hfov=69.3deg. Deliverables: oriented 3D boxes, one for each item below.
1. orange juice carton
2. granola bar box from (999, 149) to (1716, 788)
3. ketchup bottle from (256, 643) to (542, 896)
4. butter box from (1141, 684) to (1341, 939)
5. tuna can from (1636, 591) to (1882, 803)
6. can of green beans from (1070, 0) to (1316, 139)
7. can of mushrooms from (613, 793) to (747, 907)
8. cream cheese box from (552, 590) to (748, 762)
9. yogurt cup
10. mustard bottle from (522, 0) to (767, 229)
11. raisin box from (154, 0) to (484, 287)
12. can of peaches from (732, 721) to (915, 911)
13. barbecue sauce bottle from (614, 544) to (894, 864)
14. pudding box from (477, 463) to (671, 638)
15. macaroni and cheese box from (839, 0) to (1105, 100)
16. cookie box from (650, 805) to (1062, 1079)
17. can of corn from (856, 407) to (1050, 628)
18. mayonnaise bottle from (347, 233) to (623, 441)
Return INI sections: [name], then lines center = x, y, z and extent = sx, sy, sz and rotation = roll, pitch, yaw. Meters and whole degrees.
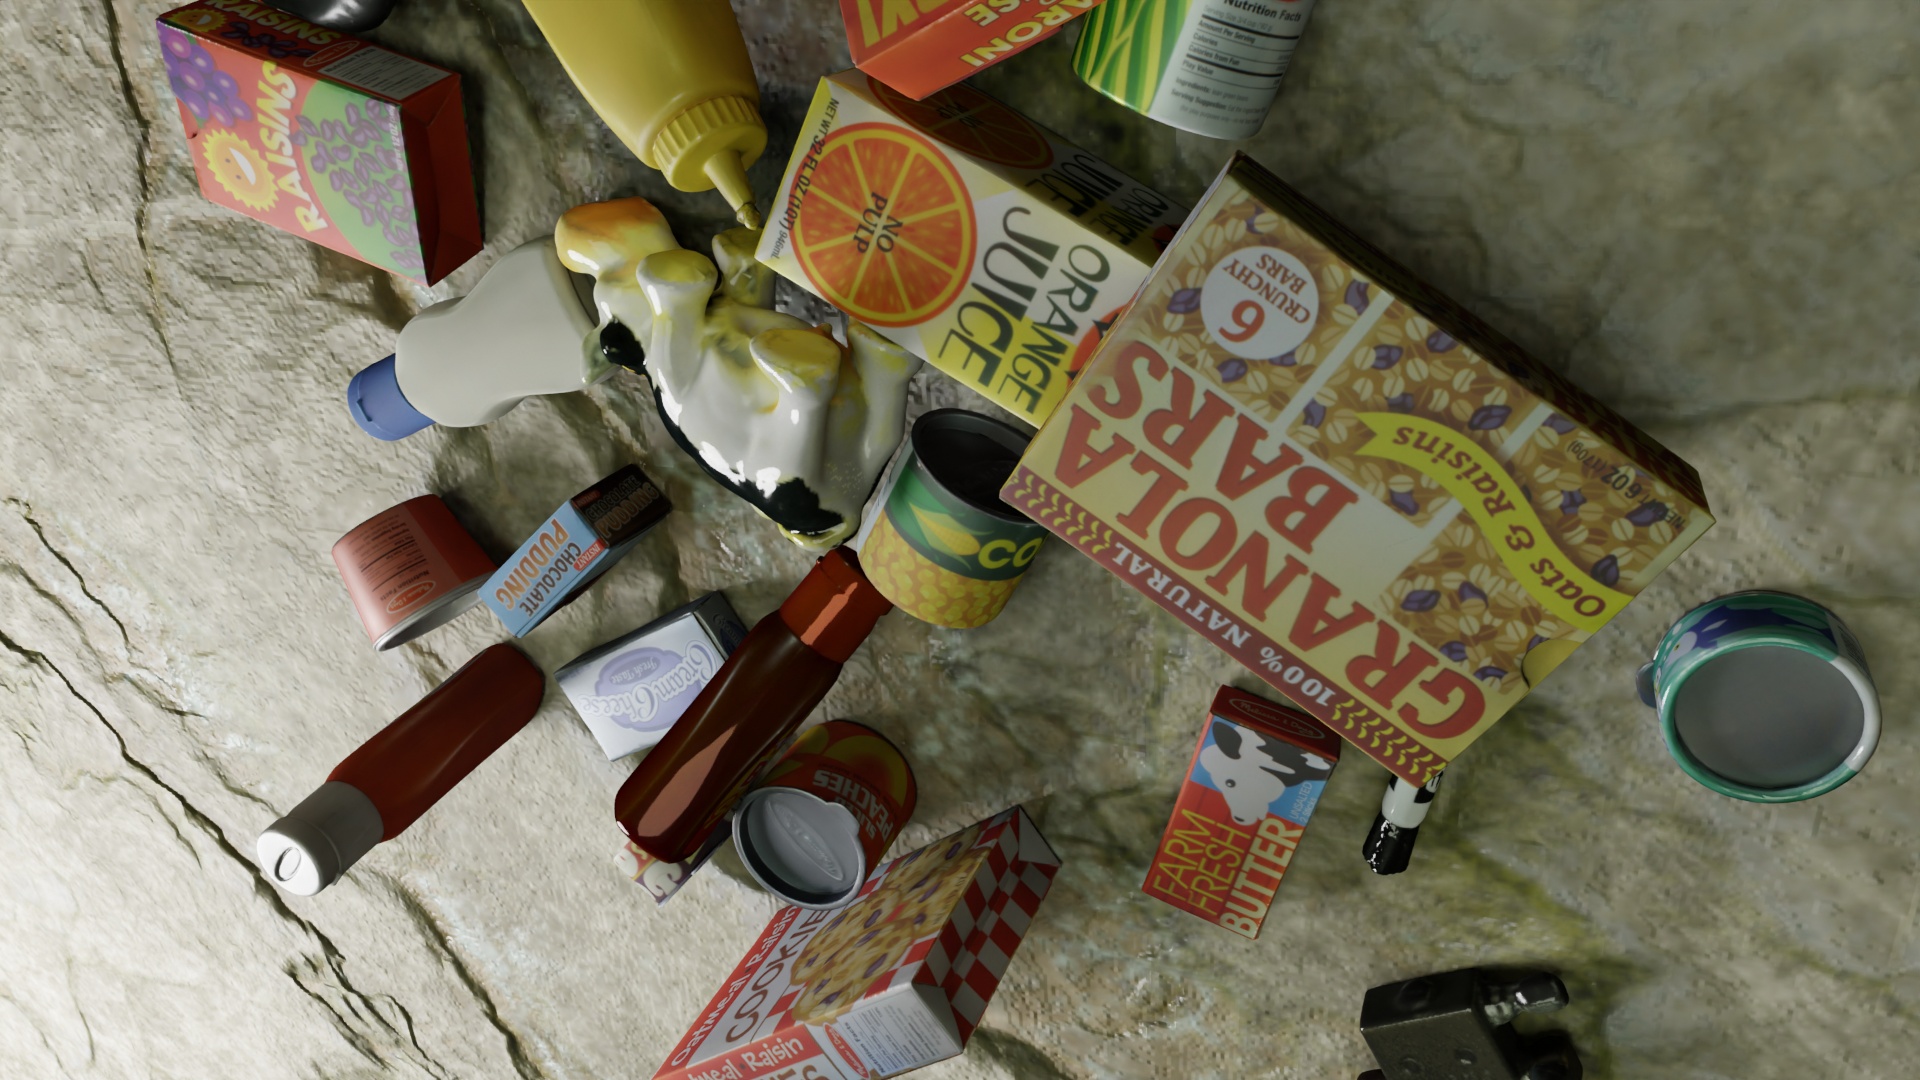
[orange juice carton]
center = 0.035, -0.088, 0.481
extent = 0.193, 0.073, 0.071
rotation = 32, 122, 6
[granola bar box]
center = 0.113, -0.017, 0.419
extent = 0.165, 0.039, 0.123
rotation = 35, 121, 0
[ketchup bottle]
center = -0.263, 0.108, 0.660
extent = 0.043, 0.149, 0.064
rotation = 42, 123, -2
[butter box]
center = 0.115, 0.114, 0.573
extent = 0.053, 0.024, 0.103
rotation = 21, 121, 12
[tuna can]
center = 0.270, 0.054, 0.472
extent = 0.071, 0.033, 0.070
rotation = 9, 117, 19
[can of green beans]
center = 0.074, -0.165, 0.431
extent = 0.071, 0.071, 0.057
rotation = 27, 122, 9
[can of mushrooms]
center = -0.131, 0.140, 0.666
extent = 0.033, 0.071, 0.070
rotation = 45, 123, 0
[cream cheese box]
center = -0.142, 0.066, 0.661
extent = 0.103, 0.024, 0.053
rotation = -24, 105, 31
[yogurt cup]
center = -0.262, 0.014, 0.666
extent = 0.072, 0.073, 0.054
rotation = -31, 91, 32
[mustard bottle]
center = -0.108, -0.174, 0.492
extent = 0.065, 0.049, 0.160
rotation = -36, 78, 38
[raisin box]
center = -0.267, -0.168, 0.584
extent = 0.123, 0.040, 0.085
rotation = 22, 135, 13
[can of peaches]
center = -0.059, 0.123, 0.633
extent = 0.071, 0.058, 0.071
rotation = 9, 117, 19
[barbecue sauce bottle]
center = -0.087, 0.068, 0.597
extent = 0.043, 0.065, 0.148
rotation = 40, 98, -4
[pudding box]
center = -0.176, 0.005, 0.632
extent = 0.083, 0.050, 0.030
rotation = -38, 94, 33
[macaroni and cheese box]
center = 0.011, -0.231, 0.401
extent = 0.123, 0.040, 0.166
rotation = -19, 78, 30
[cookie box]
center = -0.046, 0.195, 0.623
extent = 0.167, 0.123, 0.040
rotation = -31, 99, 32
[can of corn]
center = 0.002, -0.007, 0.538
extent = 0.071, 0.071, 0.058
rotation = 33, 124, 5
[mayonnaise bottle]
center = -0.210, -0.082, 0.610
extent = 0.148, 0.041, 0.064
rotation = -17, 105, 30
